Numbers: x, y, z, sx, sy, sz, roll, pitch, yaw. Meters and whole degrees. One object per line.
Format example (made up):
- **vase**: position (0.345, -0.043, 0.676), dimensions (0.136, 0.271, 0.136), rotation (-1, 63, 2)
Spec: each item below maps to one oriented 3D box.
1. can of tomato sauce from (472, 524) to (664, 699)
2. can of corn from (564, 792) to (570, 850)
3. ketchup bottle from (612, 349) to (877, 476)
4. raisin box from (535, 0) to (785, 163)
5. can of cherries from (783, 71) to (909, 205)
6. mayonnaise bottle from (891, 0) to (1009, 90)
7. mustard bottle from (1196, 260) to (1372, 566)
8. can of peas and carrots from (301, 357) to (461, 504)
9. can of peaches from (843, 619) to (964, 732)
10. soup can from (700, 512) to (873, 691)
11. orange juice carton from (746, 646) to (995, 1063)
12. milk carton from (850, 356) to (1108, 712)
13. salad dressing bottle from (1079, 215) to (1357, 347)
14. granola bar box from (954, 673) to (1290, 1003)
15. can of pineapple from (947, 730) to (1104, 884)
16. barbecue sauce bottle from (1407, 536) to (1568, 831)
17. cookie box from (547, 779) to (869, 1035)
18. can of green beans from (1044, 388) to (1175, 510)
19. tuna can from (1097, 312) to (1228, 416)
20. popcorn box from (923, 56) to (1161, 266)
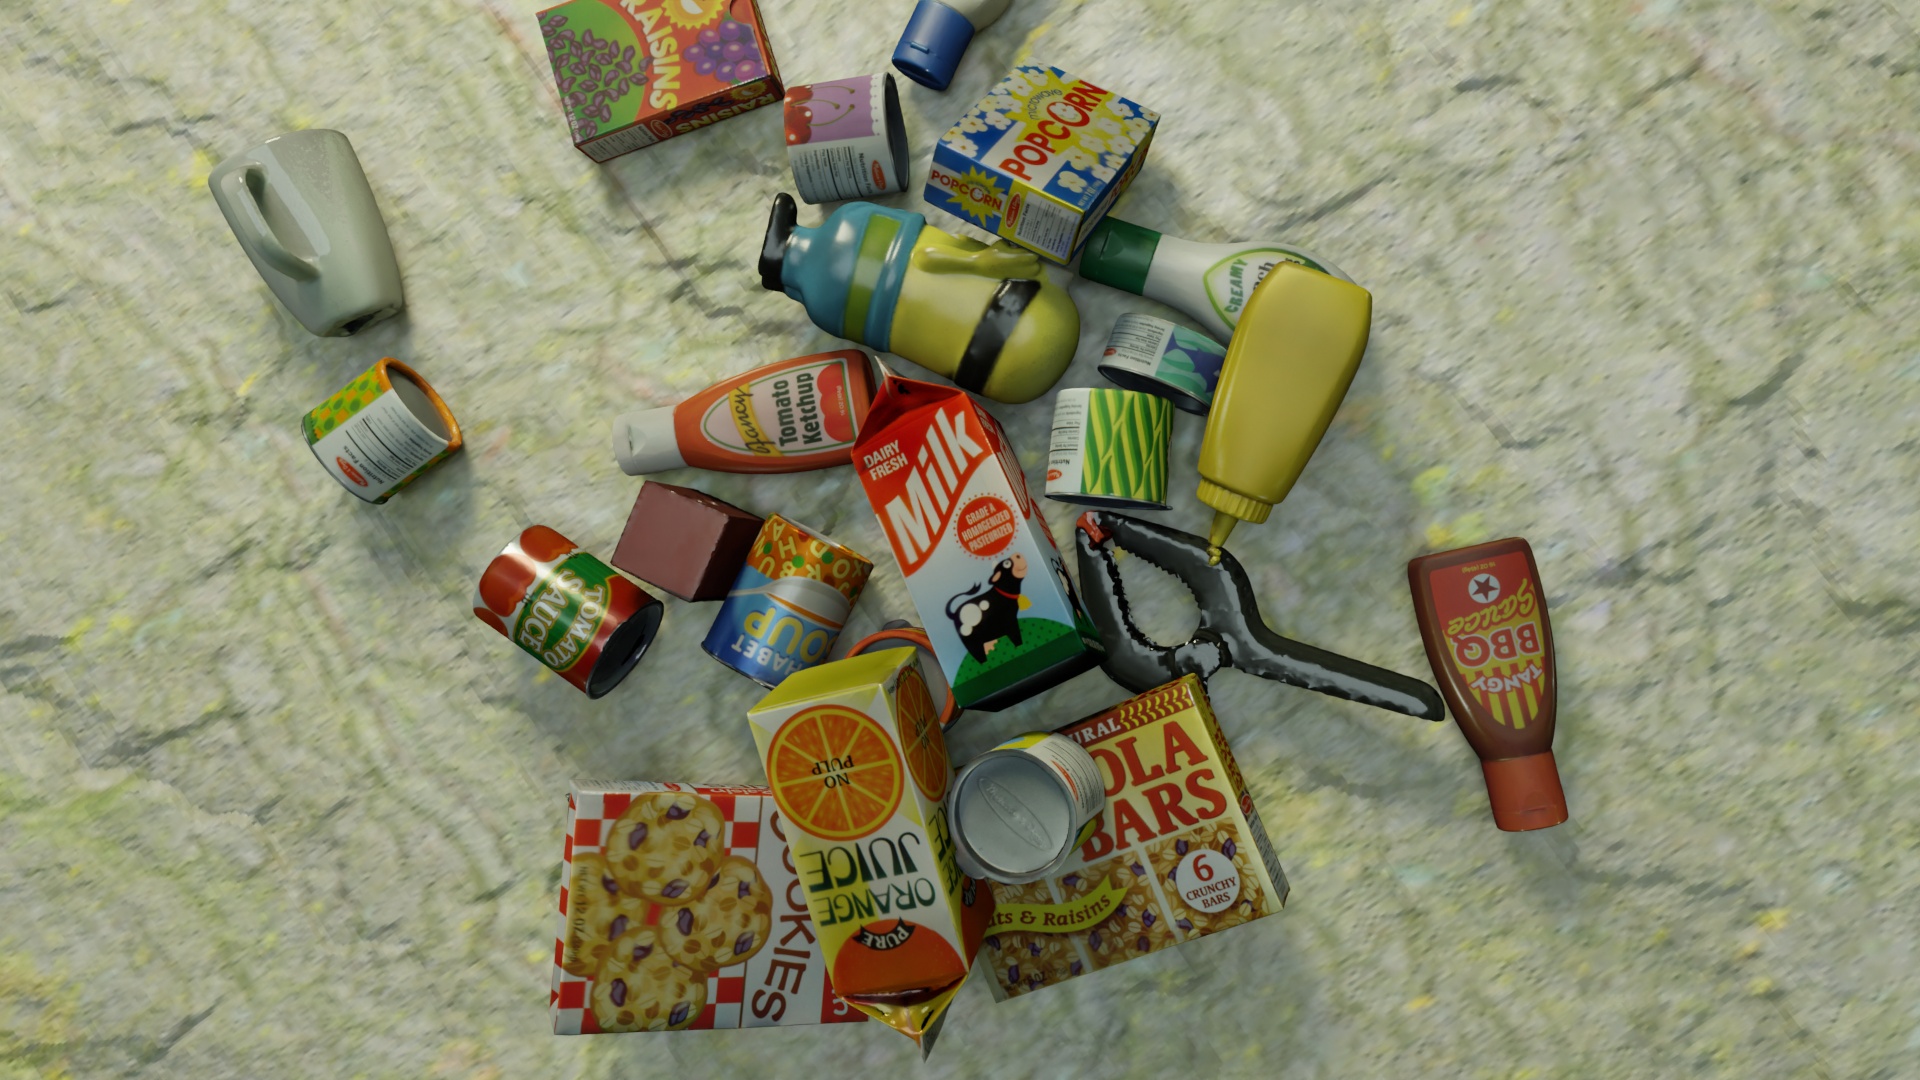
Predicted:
- **can of tomato sauce**: position (-0.221, 0.039, 0.783), dimensions (0.083, 0.071, 0.071), rotation (33, 92, 8)
- **can of corn**: position (-0.189, 0.173, 0.773), dimensions (0.071, 0.071, 0.058), rotation (3, 88, 8)
- **ketchup bottle**: position (-0.121, -0.066, 0.790), dimensions (0.149, 0.043, 0.064), rotation (-9, 87, 7)
- **raisin box**: position (-0.174, -0.284, 0.811), dimensions (0.123, 0.040, 0.086), rotation (-17, 84, 5)
- **can of cherries**: position (-0.063, -0.227, 0.782), dimensions (0.058, 0.071, 0.071), rotation (-6, 86, 8)
- **mayonnaise bottle**: position (0.008, -0.331, 0.791), dimensions (0.065, 0.041, 0.148), rotation (27, 91, 9)
- **mustard bottle**: position (0.157, -0.061, 0.719), dimensions (0.065, 0.049, 0.159), rotation (24, 103, 10)
- **can of peas and carrots**: position (-0.335, -0.065, 0.807), dimensions (0.058, 0.071, 0.071), rotation (-35, 83, 4)
- **can of peaches**: position (-0.032, 0.079, 0.762), dimensions (0.071, 0.058, 0.071), rotation (0, 88, 7)
- **soup can**: position (-0.094, 0.036, 0.766), dimensions (0.071, 0.071, 0.083), rotation (27, 91, 8)
- **orange juice carton**: position (-0.036, 0.158, 0.702), dimensions (0.073, 0.072, 0.192), rotation (-15, 97, 14)
- **milk carton**: position (0.003, -0.009, 0.743), dimensions (0.073, 0.072, 0.191), rotation (-27, 74, 11)
- **salad dressing bottle**: position (0.140, -0.140, 0.760), dimensions (0.148, 0.044, 0.064), rotation (19, 93, 8)
- **granola bar box**: position (0.073, 0.158, 0.736), dimensions (0.165, 0.039, 0.124), rotation (-25, 84, 19)
- **can of pineapple**: position (0.032, 0.133, 0.696), dimensions (0.071, 0.058, 0.071), rotation (1, 92, 21)
- **barbecue sauce bottle**: position (0.283, 0.076, 0.730), dimensions (0.065, 0.043, 0.148), rotation (-13, 86, 6)
- **cookie box**: position (-0.126, 0.193, 0.740), dimensions (0.168, 0.040, 0.123), rotation (6, 88, -22)
- **can of green beans**: position (0.081, -0.049, 0.751), dimensions (0.071, 0.071, 0.058), rotation (6, 87, 8)
- **tuna can**: position (0.112, -0.095, 0.752), dimensions (0.071, 0.071, 0.033), rotation (22, 89, 8)
- **popcorn box**: position (0.045, -0.205, 0.741), dimensions (0.085, 0.127, 0.038), rotation (26, 135, 8)
